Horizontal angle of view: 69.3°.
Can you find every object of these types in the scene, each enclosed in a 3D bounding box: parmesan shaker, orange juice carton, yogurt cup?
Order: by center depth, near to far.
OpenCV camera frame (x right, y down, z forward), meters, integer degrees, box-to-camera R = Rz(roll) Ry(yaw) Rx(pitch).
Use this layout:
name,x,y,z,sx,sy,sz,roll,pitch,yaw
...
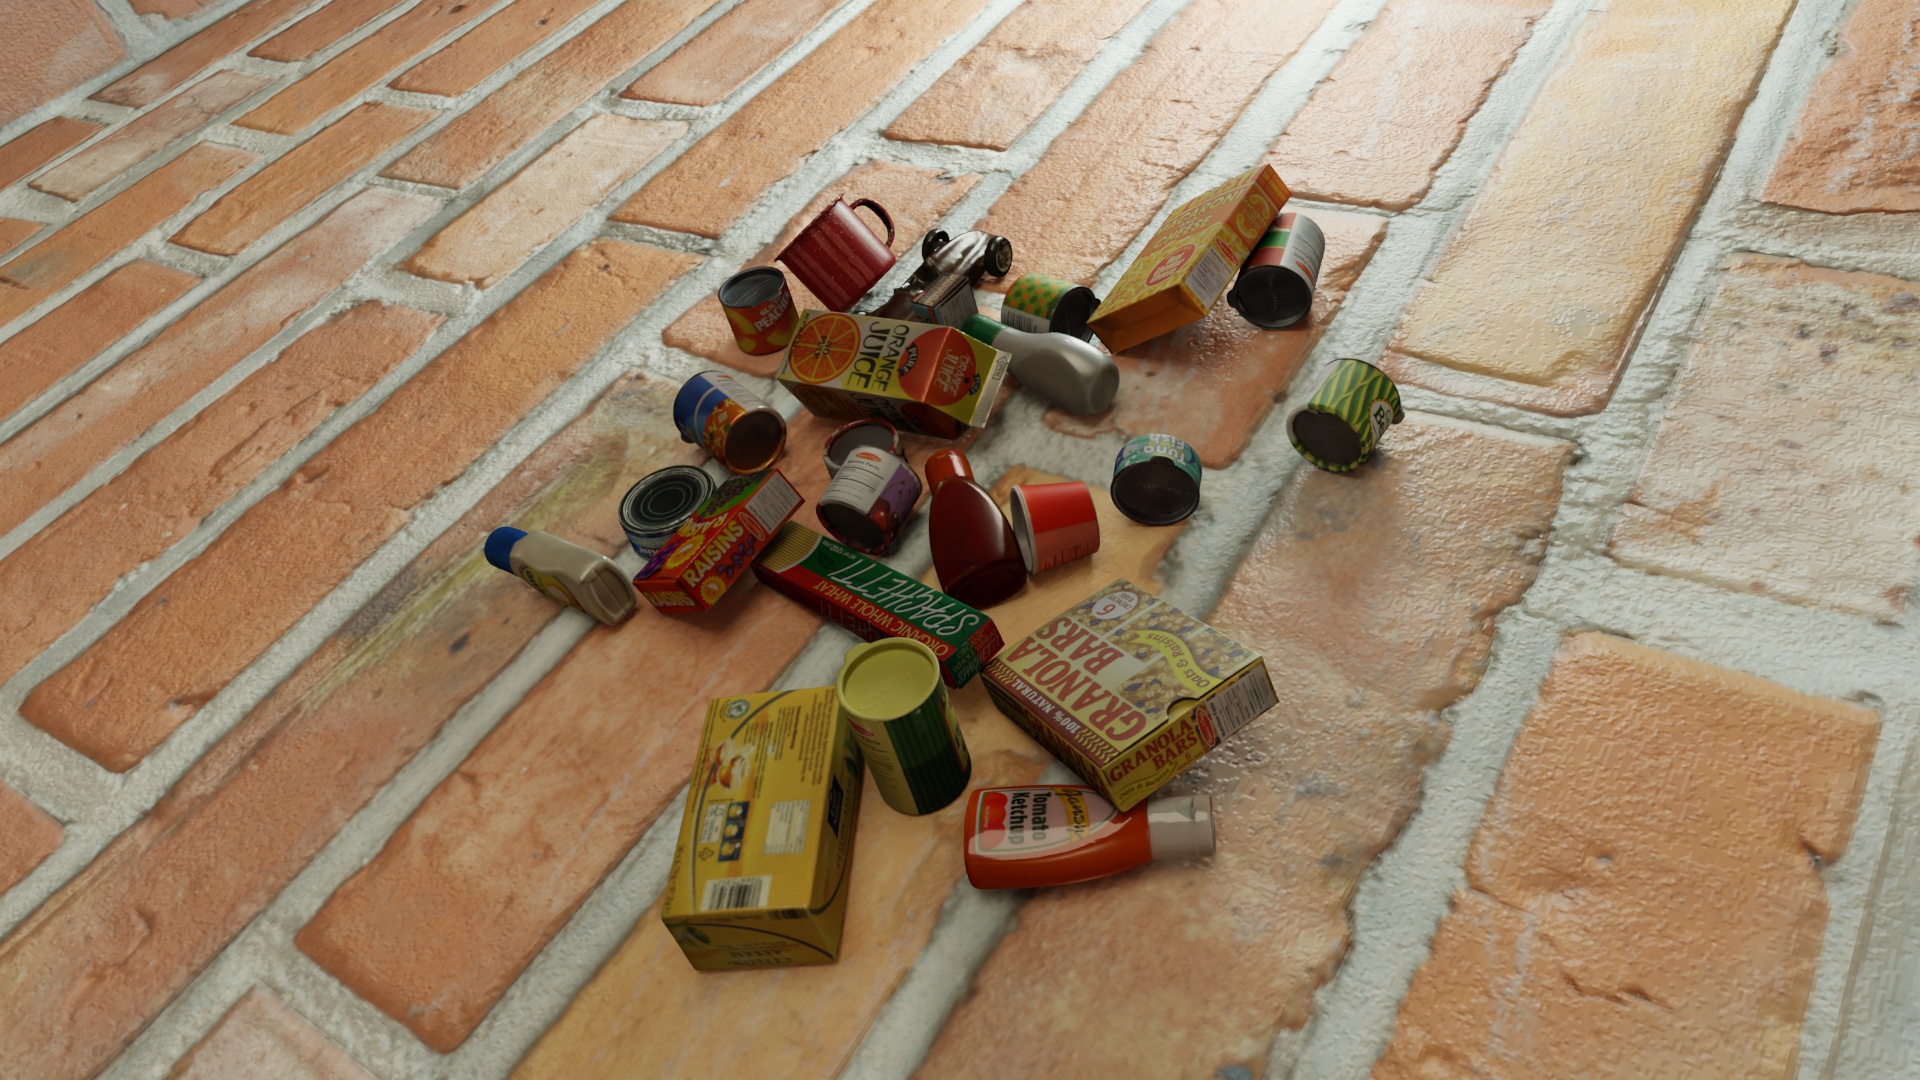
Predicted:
name,x,y,z,sx,sy,sz,roll,pitch,yaw
parmesan shaker,-0.036,0.119,0.895,0.071,0.102,0.072,-9,44,9
yogurt cup,0.070,-0.012,1.027,0.054,0.072,0.073,-12,42,-6
orange juice carton,-0.052,-0.139,1.174,0.193,0.073,0.072,12,73,28

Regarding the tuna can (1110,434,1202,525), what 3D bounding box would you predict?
name,x,y,z,sx,sy,sz,roll,pitch,yaw
tuna can,0.146,-0.047,1.032,0.071,0.070,0.033,-1,44,17

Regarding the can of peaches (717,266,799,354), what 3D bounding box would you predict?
name,x,y,z,sx,sy,sz,roll,pitch,yaw
can of peaches,-0.190,-0.219,1.326,0.071,0.057,0.071,-9,43,8

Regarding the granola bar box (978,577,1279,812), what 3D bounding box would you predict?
name,x,y,z,sx,sy,sz,roll,pitch,yaw
granola bar box,0.103,0.092,0.891,0.124,0.039,0.166,-32,27,-15

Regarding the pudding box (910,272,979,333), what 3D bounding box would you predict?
name,x,y,z,sx,sy,sz,roll,pitch,yaw
pudding box,-0.008,-0.186,1.216,0.030,0.083,0.050,20,55,37

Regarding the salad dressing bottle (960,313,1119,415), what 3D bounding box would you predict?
name,x,y,z,sx,sy,sz,roll,pitch,yaw
salad dressing bottle,0.063,-0.152,1.168,0.148,0.064,0.044,29,56,34

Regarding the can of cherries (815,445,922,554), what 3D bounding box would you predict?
name,x,y,z,sx,sy,sz,roll,pitch,yaw
can of cherries,-0.071,-0.030,1.087,0.071,0.071,0.059,12,56,28

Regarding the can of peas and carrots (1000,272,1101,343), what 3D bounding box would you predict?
name,x,y,z,sx,sy,sz,roll,pitch,yaw
can of peas and carrots,0.079,-0.198,1.213,0.059,0.070,0.071,25,57,37

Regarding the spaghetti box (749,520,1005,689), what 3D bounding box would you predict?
name,x,y,z,sx,sy,sz,roll,pitch,yaw
spaghetti box,-0.068,0.042,1.014,0.050,0.028,0.250,-41,39,-23

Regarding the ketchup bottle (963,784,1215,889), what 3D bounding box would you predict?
name,x,y,z,sx,sy,sz,roll,pitch,yaw
ketchup bottle,0.078,0.177,0.843,0.149,0.043,0.065,-6,38,11

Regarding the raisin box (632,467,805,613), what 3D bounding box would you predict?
name,x,y,z,sx,sy,sz,roll,pitch,yaw
raisin box,-0.189,0.001,1.085,0.086,0.040,0.124,-4,41,54

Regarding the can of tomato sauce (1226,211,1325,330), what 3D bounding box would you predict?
name,x,y,z,sx,sy,sz,roll,pitch,yaw
can of tomato sauce,0.271,-0.231,1.186,0.071,0.071,0.083,5,46,22

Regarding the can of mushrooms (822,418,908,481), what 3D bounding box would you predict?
name,x,y,z,sx,sy,sz,roll,pitch,yaw
can of mushrooms,-0.078,-0.070,1.156,0.071,0.033,0.071,-10,43,9

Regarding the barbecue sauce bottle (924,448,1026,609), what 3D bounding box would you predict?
name,x,y,z,sx,sy,sz,roll,pitch,yaw
barbecue sauce bottle,0.004,-0.013,1.063,0.065,0.043,0.149,-21,42,2

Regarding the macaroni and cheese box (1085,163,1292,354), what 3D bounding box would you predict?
name,x,y,z,sx,sy,sz,roll,pitch,yaw
macaroni and cheese box,0.195,-0.242,1.190,0.123,0.040,0.167,-14,34,56

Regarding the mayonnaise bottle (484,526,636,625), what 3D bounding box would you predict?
name,x,y,z,sx,sy,sz,roll,pitch,yaw
mayonnaise bottle,-0.327,0.023,1.121,0.148,0.064,0.041,17,56,36

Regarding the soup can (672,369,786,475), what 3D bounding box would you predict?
name,x,y,z,sx,sy,sz,roll,pitch,yaw
soup can,-0.201,-0.099,1.203,0.071,0.071,0.084,-37,47,-20

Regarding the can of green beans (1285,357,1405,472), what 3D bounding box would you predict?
name,x,y,z,sx,sy,sz,roll,pitch,yaw
can of green beans,0.286,-0.093,1.039,0.071,0.071,0.058,20,55,33
